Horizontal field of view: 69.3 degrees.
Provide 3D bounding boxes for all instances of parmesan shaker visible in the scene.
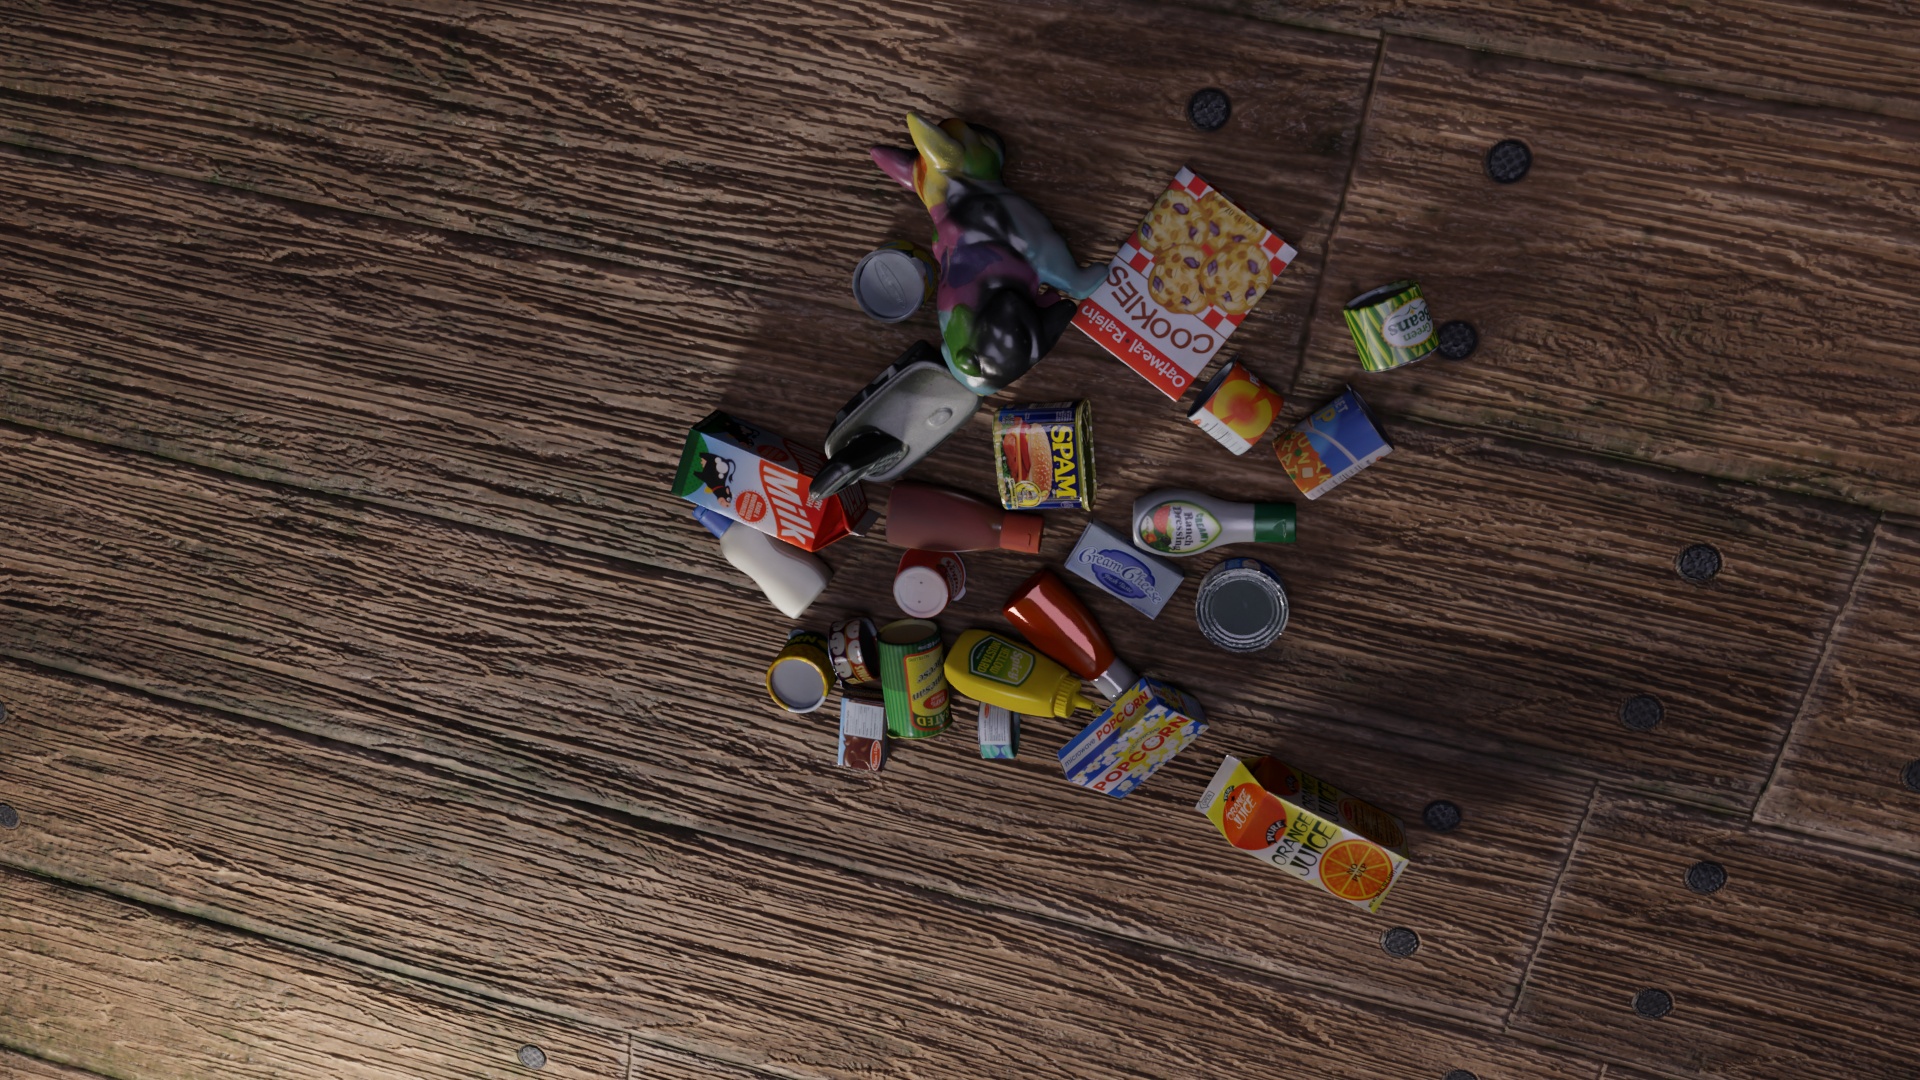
[{"bbox_3d":[-0.048,0.138,1.384,0.071,0.071,0.102,-2,110,13],"label":"parmesan shaker"}]

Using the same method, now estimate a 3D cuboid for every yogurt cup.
[{"bbox_3d":[-0.033,0.041,1.355,0.072,0.054,0.072,4,110,11],"label":"yogurt cup"}]

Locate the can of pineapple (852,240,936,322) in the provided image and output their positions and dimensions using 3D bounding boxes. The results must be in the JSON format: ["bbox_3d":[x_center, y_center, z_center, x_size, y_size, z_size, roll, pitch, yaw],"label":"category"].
[{"bbox_3d":[-0.057,-0.235,1.256,0.071,0.058,0.070,4,111,10],"label":"can of pineapple"}]

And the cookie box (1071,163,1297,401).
[{"bbox_3d":[0.193,-0.224,1.217,0.123,0.040,0.166,37,113,-1],"label":"cookie box"}]

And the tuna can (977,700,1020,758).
[{"bbox_3d":[0.039,0.185,1.389,0.033,0.071,0.070,-2,110,11],"label":"tuna can"}]

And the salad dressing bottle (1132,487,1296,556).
[{"bbox_3d":[0.235,-0.017,1.284,0.148,0.044,0.064,0,109,12],"label":"salad dressing bottle"}]

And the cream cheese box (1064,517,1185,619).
[{"bbox_3d":[0.156,0.027,1.327,0.104,0.024,0.053,31,113,-1],"label":"cream cheese box"}]

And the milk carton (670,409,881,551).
[{"bbox_3d":[-0.172,-0.051,1.340,0.191,0.072,0.073,23,113,3],"label":"milk carton"}]

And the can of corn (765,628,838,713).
[{"bbox_3d":[-0.160,0.132,1.413,0.071,0.058,0.071,4,111,10],"label":"can of corn"}]

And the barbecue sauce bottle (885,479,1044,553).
[{"bbox_3d":[0.005,-0.017,1.332,0.148,0.044,0.064,9,111,8],"label":"barbecue sauce bottle"}]

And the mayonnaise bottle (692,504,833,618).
[{"bbox_3d":[-0.200,0.009,1.386,0.148,0.041,0.064,42,111,-4],"label":"mayonnaise bottle"}]

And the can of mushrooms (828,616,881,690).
[{"bbox_3d":[-0.104,0.112,1.388,0.033,0.071,0.071,-13,107,14],"label":"can of mushrooms"}]

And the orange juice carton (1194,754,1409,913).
[{"bbox_3d":[0.332,0.277,1.356,0.193,0.073,0.071,26,113,2],"label":"orange juice carton"}]

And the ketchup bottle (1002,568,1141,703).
[{"bbox_3d":[0.112,0.098,1.352,0.149,0.044,0.064,45,118,-7],"label":"ketchup bottle"}]

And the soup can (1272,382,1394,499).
[{"bbox_3d":[0.327,-0.087,1.227,0.083,0.071,0.071,-34,100,21],"label":"soup can"}]

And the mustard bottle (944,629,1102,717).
[{"bbox_3d":[0.065,0.136,1.347,0.160,0.065,0.048,18,150,21],"label":"mustard bottle"}]

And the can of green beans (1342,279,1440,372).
[{"bbox_3d":[0.367,-0.183,1.183,0.071,0.071,0.057,-20,105,18],"label":"can of green beans"}]

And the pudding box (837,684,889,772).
[{"bbox_3d":[-0.100,0.195,1.439,0.050,0.030,0.083,8,111,8],"label":"pudding box"}]

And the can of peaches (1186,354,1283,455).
[{"bbox_3d":[0.246,-0.120,1.232,0.058,0.071,0.071,38,113,-4],"label":"can of peaches"}]

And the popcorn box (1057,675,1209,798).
[{"bbox_3d":[0.168,0.194,1.357,0.085,0.038,0.126,26,119,-39],"label":"popcorn box"}]
